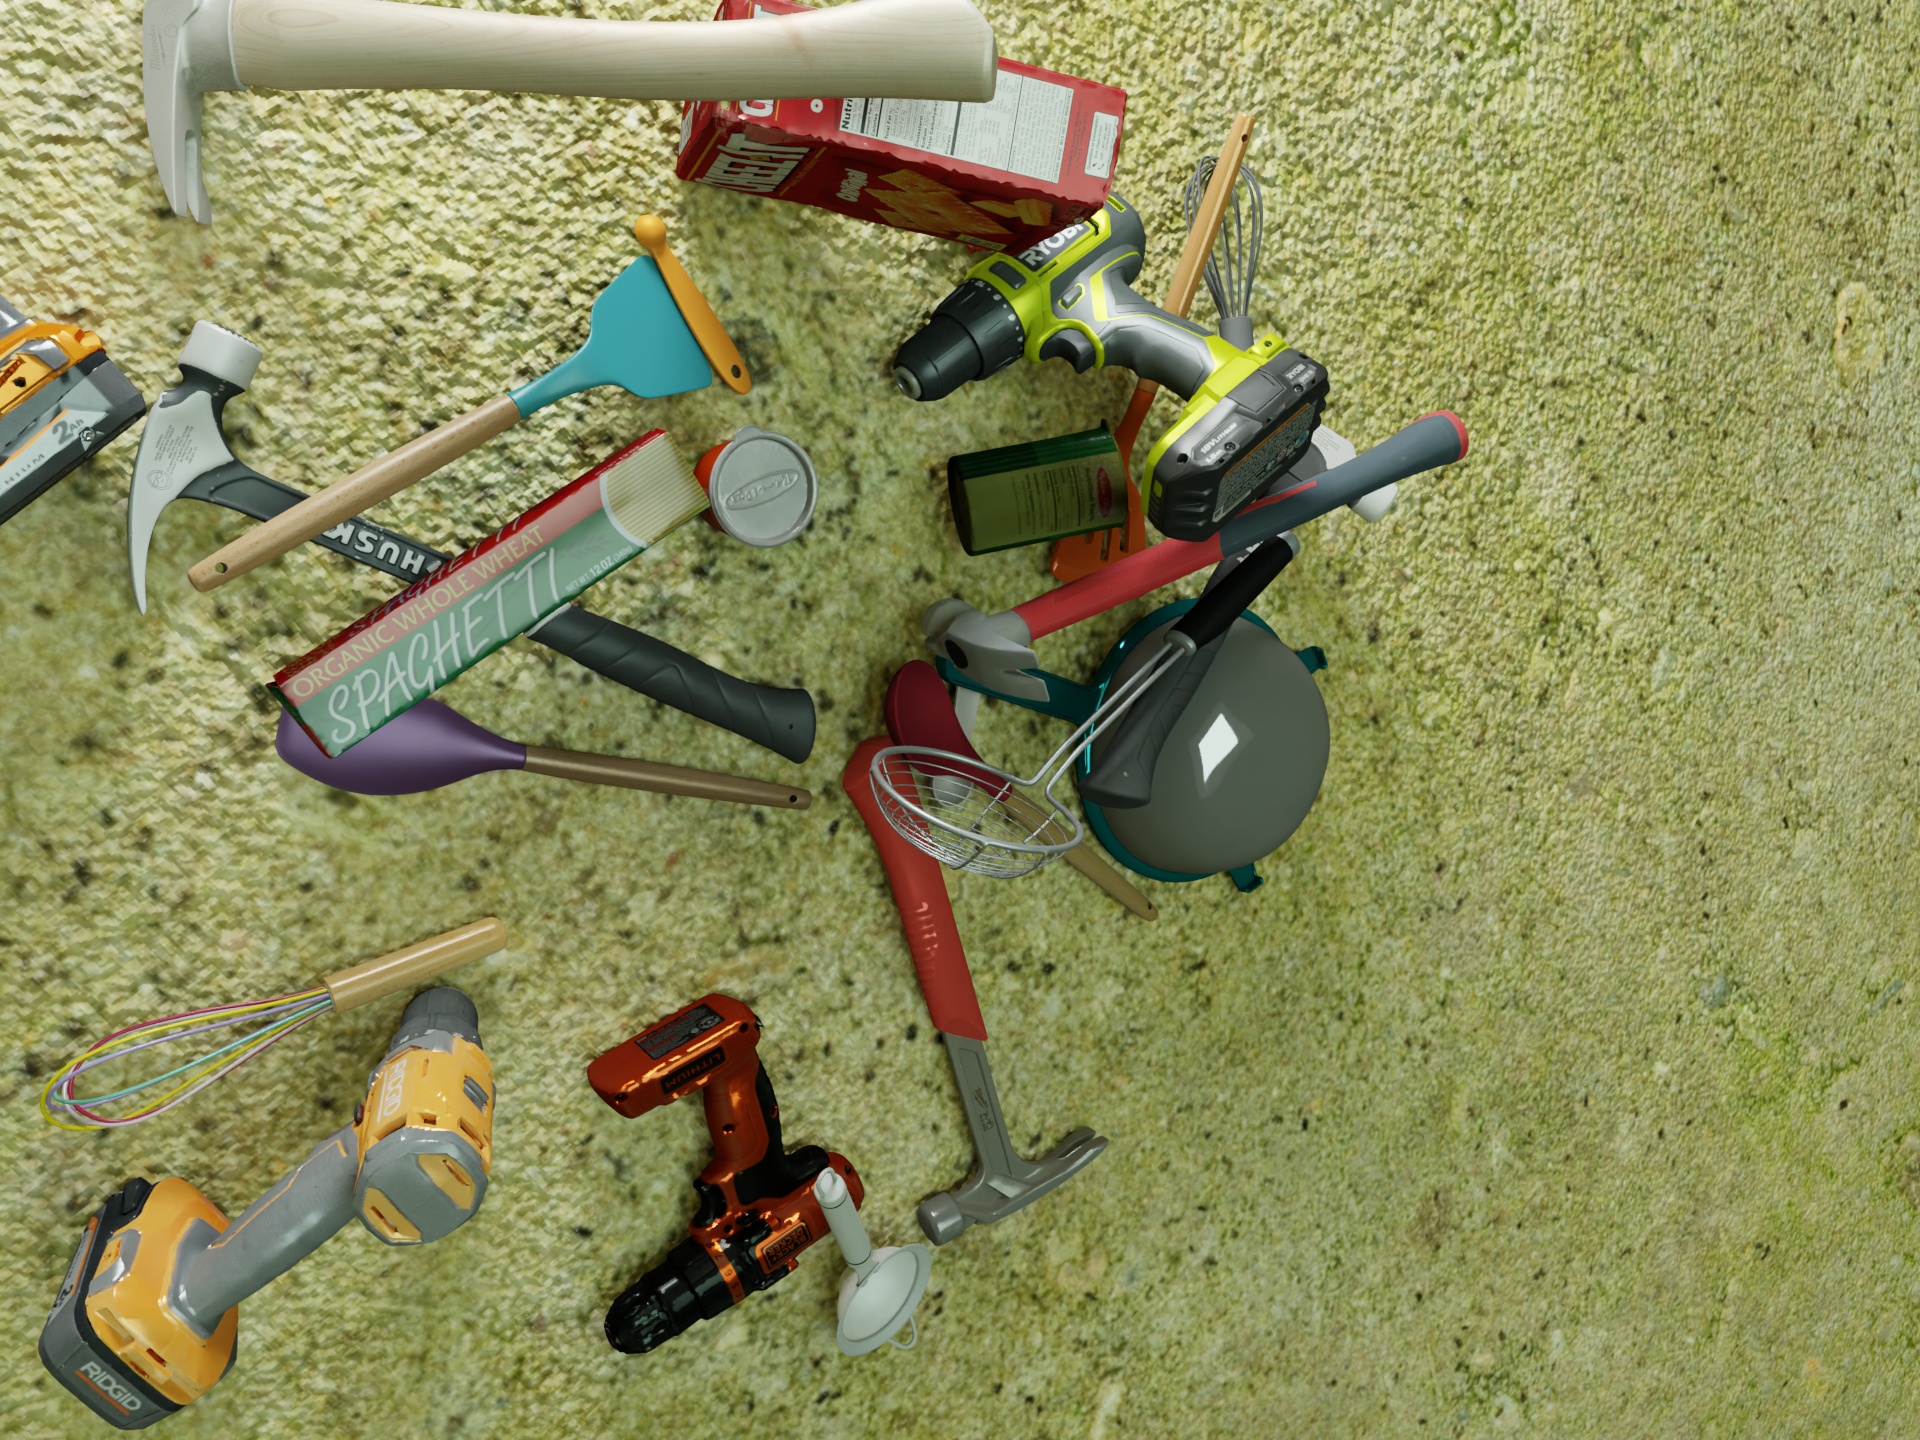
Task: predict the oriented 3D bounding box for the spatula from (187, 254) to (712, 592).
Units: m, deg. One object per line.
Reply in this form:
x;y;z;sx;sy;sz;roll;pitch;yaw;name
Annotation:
-0.262;-0.151;0.845;0.317;0.044;0.082;-37;112;-27;spatula

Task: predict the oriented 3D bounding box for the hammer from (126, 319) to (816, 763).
-0.253;-0.060;0.894;0.408;0.036;0.149;25;86;-31;hammer

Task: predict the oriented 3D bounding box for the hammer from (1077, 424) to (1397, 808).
0.168;-0.079;1.070;0.146;0.035;0.335;35;67;-4;hammer

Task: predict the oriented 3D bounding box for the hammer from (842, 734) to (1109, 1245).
-0.001;0.176;1.080;0.149;0.037;0.359;-24;110;-25;hammer

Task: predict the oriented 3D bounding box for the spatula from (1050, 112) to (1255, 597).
0.138;-0.242;1.064;0.081;0.041;0.322;11;107;-29;spatula

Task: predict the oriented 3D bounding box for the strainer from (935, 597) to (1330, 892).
0.141;0.006;1.095;0.340;0.095;0.211;17;89;-34;strainer

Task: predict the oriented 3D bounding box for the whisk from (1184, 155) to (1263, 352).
0.187;-0.269;1.081;0.055;0.055;0.239;-3;86;-30;whisk

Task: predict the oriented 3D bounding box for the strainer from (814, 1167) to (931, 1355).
-0.065;0.343;1.024;0.087;0.050;0.258;-42;147;-24;strainer

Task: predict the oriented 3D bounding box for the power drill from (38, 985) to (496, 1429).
-0.345;0.239;0.835;0.226;0.185;0.084;-33;115;-1;power drill

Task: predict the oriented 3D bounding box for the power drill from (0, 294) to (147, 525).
-0.503;-0.184;0.703;0.164;0.084;0.226;-44;113;-16;power drill

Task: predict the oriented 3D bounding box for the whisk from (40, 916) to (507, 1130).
-0.365;0.161;0.864;0.245;0.051;0.047;-20;102;-32;whisk

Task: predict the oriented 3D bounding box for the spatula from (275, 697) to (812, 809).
-0.231;0.028;0.931;0.315;0.018;0.060;10;94;-30;spatula

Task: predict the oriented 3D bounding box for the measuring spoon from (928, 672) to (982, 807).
-0.002;-0.003;1.065;0.034;0.018;0.124;13;85;-39;measuring spoon

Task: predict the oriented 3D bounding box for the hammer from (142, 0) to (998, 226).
-0.188;-0.307;0.757;0.410;0.038;0.146;4;98;6;hammer

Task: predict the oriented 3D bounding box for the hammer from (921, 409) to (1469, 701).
0.171;-0.112;1.000;0.386;0.143;0.038;-24;113;-17;hammer

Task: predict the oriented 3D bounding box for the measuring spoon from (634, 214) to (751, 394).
-0.153;-0.243;0.931;0.021;0.011;0.116;-48;118;-35;measuring spoon

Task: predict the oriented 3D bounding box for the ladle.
0.046;0.061;1.079;0.315;0.031;0.069;41;51;-36;ladle

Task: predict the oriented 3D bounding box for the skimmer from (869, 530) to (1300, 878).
0.096;-0.032;0.965;0.363;0.127;0.090;-42;144;-26;skimmer

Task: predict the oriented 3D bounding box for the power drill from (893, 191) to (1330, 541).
0.090;-0.215;0.978;0.190;0.229;0.080;-41;157;-19;power drill
